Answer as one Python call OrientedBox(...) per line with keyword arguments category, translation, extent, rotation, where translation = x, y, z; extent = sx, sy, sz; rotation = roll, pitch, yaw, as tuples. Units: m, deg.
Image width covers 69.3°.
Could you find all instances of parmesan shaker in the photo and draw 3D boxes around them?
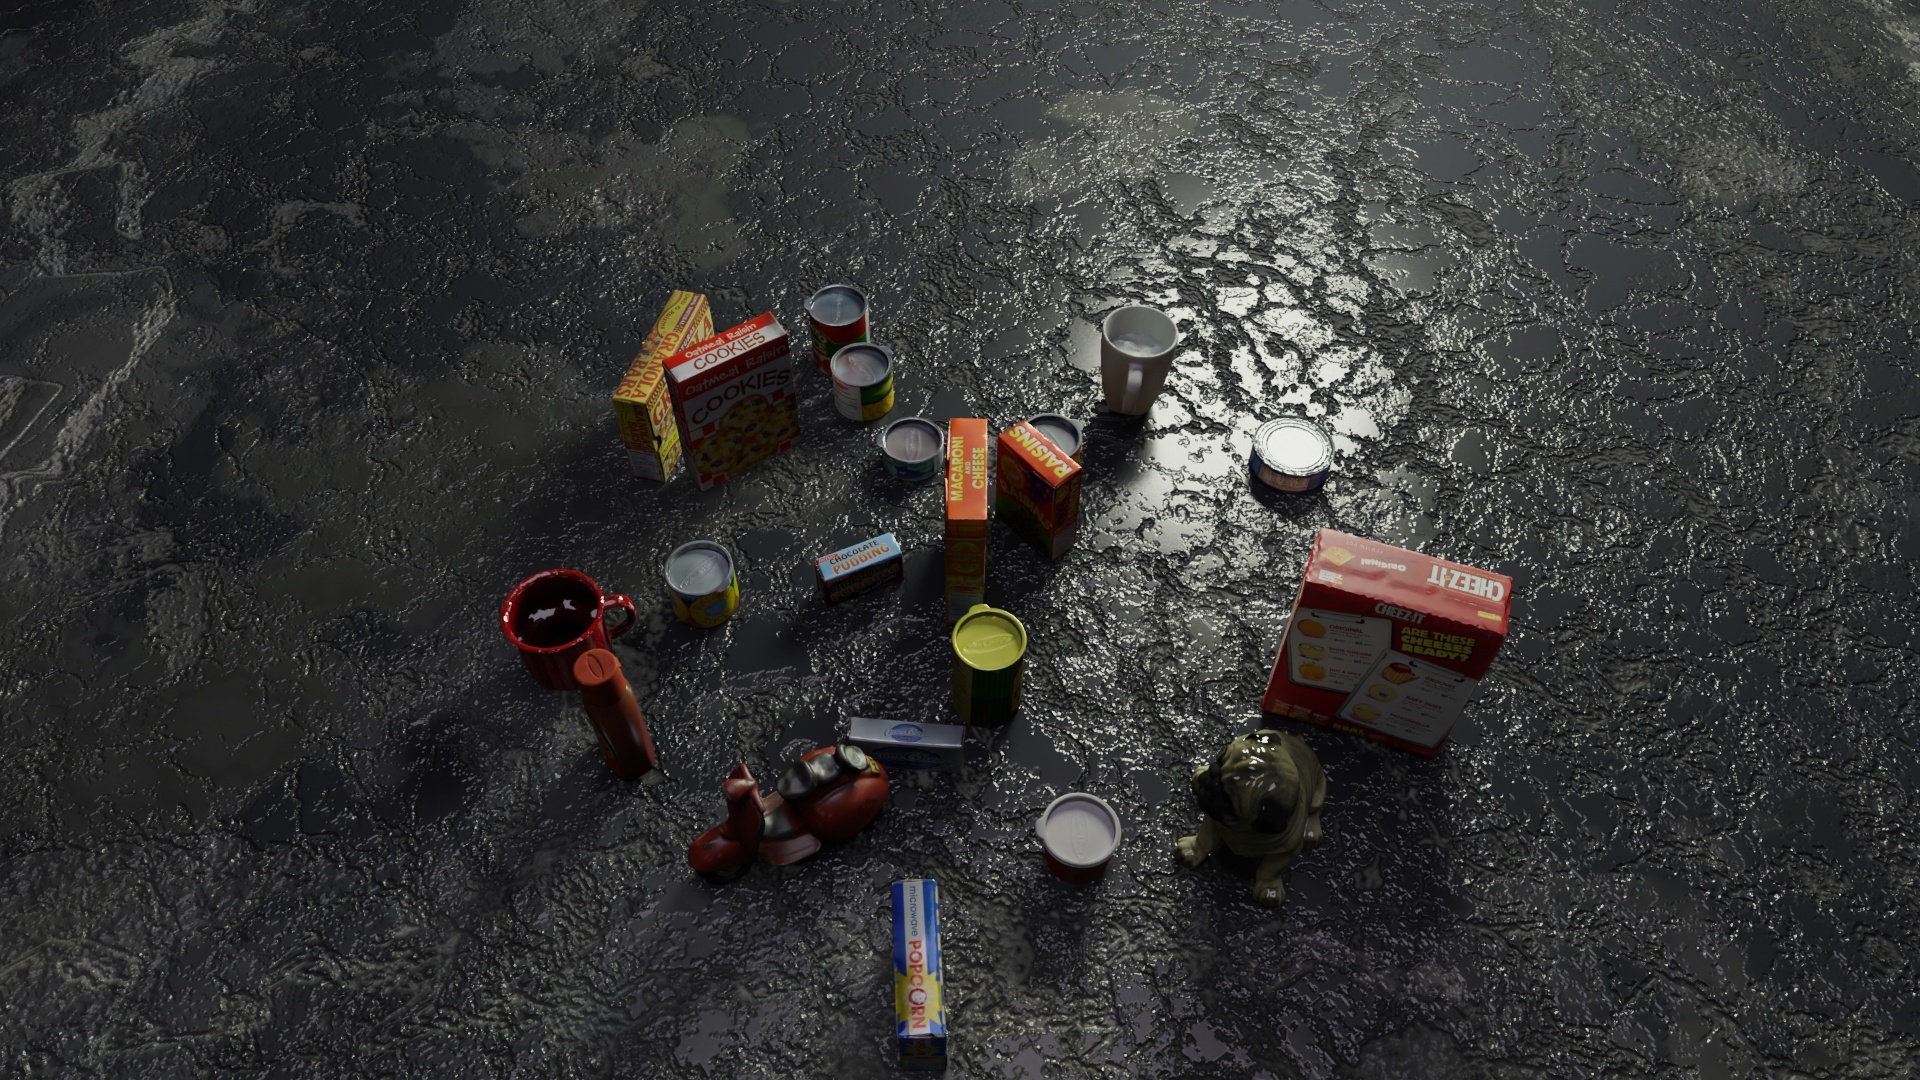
OrientedBox(category="parmesan shaker", translation=(0.025, 0.115, 1.267), extent=(0.071, 0.102, 0.071), rotation=(0, 52, 0))

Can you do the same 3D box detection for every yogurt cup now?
OrientedBox(category="yogurt cup", translation=(0.101, 0.258, 1.189), extent=(0.072, 0.053, 0.073), rotation=(0, 52, 0))

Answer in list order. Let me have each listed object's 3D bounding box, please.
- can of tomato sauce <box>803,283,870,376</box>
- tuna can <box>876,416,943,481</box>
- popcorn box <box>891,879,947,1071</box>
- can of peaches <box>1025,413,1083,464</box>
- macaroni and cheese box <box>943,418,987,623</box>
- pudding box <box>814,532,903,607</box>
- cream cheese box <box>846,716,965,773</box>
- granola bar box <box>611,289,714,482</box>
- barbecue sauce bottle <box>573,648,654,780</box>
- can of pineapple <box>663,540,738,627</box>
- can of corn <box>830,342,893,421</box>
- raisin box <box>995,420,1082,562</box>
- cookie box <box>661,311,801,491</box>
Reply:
OrientedBox(category="can of tomato sauce", translation=(-0.136, -0.232, 1.547), extent=(0.071, 0.082, 0.071), rotation=(0, 52, 0))
OrientedBox(category="tuna can", translation=(-0.053, -0.097, 1.475), extent=(0.071, 0.032, 0.071), rotation=(0, 52, 0))
OrientedBox(category="popcorn box", translation=(-0.033, 0.344, 1.101), extent=(0.038, 0.084, 0.127), rotation=(-3, 52, -2))
OrientedBox(category="can of peaches", translation=(0.094, -0.091, 1.455), extent=(0.071, 0.057, 0.071), rotation=(0, 52, 0))
OrientedBox(category="macaroni and cheese box", translation=(0.005, -0.017, 1.329), extent=(0.040, 0.165, 0.124), rotation=(1, 52, 0))
OrientedBox(category="pudding box", translation=(-0.099, 0.029, 1.367), extent=(0.084, 0.049, 0.030), rotation=(-20, 55, -15))
OrientedBox(category="cream cheese box", translation=(-0.048, 0.184, 1.245), extent=(0.104, 0.053, 0.024), rotation=(4, 53, 3))
OrientedBox(category="granola bar box", translation=(-0.306, -0.163, 1.466), extent=(0.039, 0.123, 0.166), rotation=(12, 53, 9))
OrientedBox(category="barbecue sauce bottle", translation=(-0.303, 0.149, 1.210), extent=(0.044, 0.147, 0.065), rotation=(-26, 57, -19))
OrientedBox(category="can of pineapple", translation=(-0.250, 0.044, 1.348), extent=(0.071, 0.057, 0.071), rotation=(0, 52, 0))
OrientedBox(category="can of corn", translation=(-0.104, -0.174, 1.517), extent=(0.071, 0.058, 0.071), rotation=(0, 52, 0))
OrientedBox(category="raisin box", translation=(0.075, -0.048, 1.381), extent=(0.040, 0.122, 0.086), rotation=(-34, 60, -23))
OrientedBox(category="cookie box", translation=(-0.232, -0.141, 1.423), extent=(0.123, 0.166, 0.040), rotation=(-29, 58, -21))
